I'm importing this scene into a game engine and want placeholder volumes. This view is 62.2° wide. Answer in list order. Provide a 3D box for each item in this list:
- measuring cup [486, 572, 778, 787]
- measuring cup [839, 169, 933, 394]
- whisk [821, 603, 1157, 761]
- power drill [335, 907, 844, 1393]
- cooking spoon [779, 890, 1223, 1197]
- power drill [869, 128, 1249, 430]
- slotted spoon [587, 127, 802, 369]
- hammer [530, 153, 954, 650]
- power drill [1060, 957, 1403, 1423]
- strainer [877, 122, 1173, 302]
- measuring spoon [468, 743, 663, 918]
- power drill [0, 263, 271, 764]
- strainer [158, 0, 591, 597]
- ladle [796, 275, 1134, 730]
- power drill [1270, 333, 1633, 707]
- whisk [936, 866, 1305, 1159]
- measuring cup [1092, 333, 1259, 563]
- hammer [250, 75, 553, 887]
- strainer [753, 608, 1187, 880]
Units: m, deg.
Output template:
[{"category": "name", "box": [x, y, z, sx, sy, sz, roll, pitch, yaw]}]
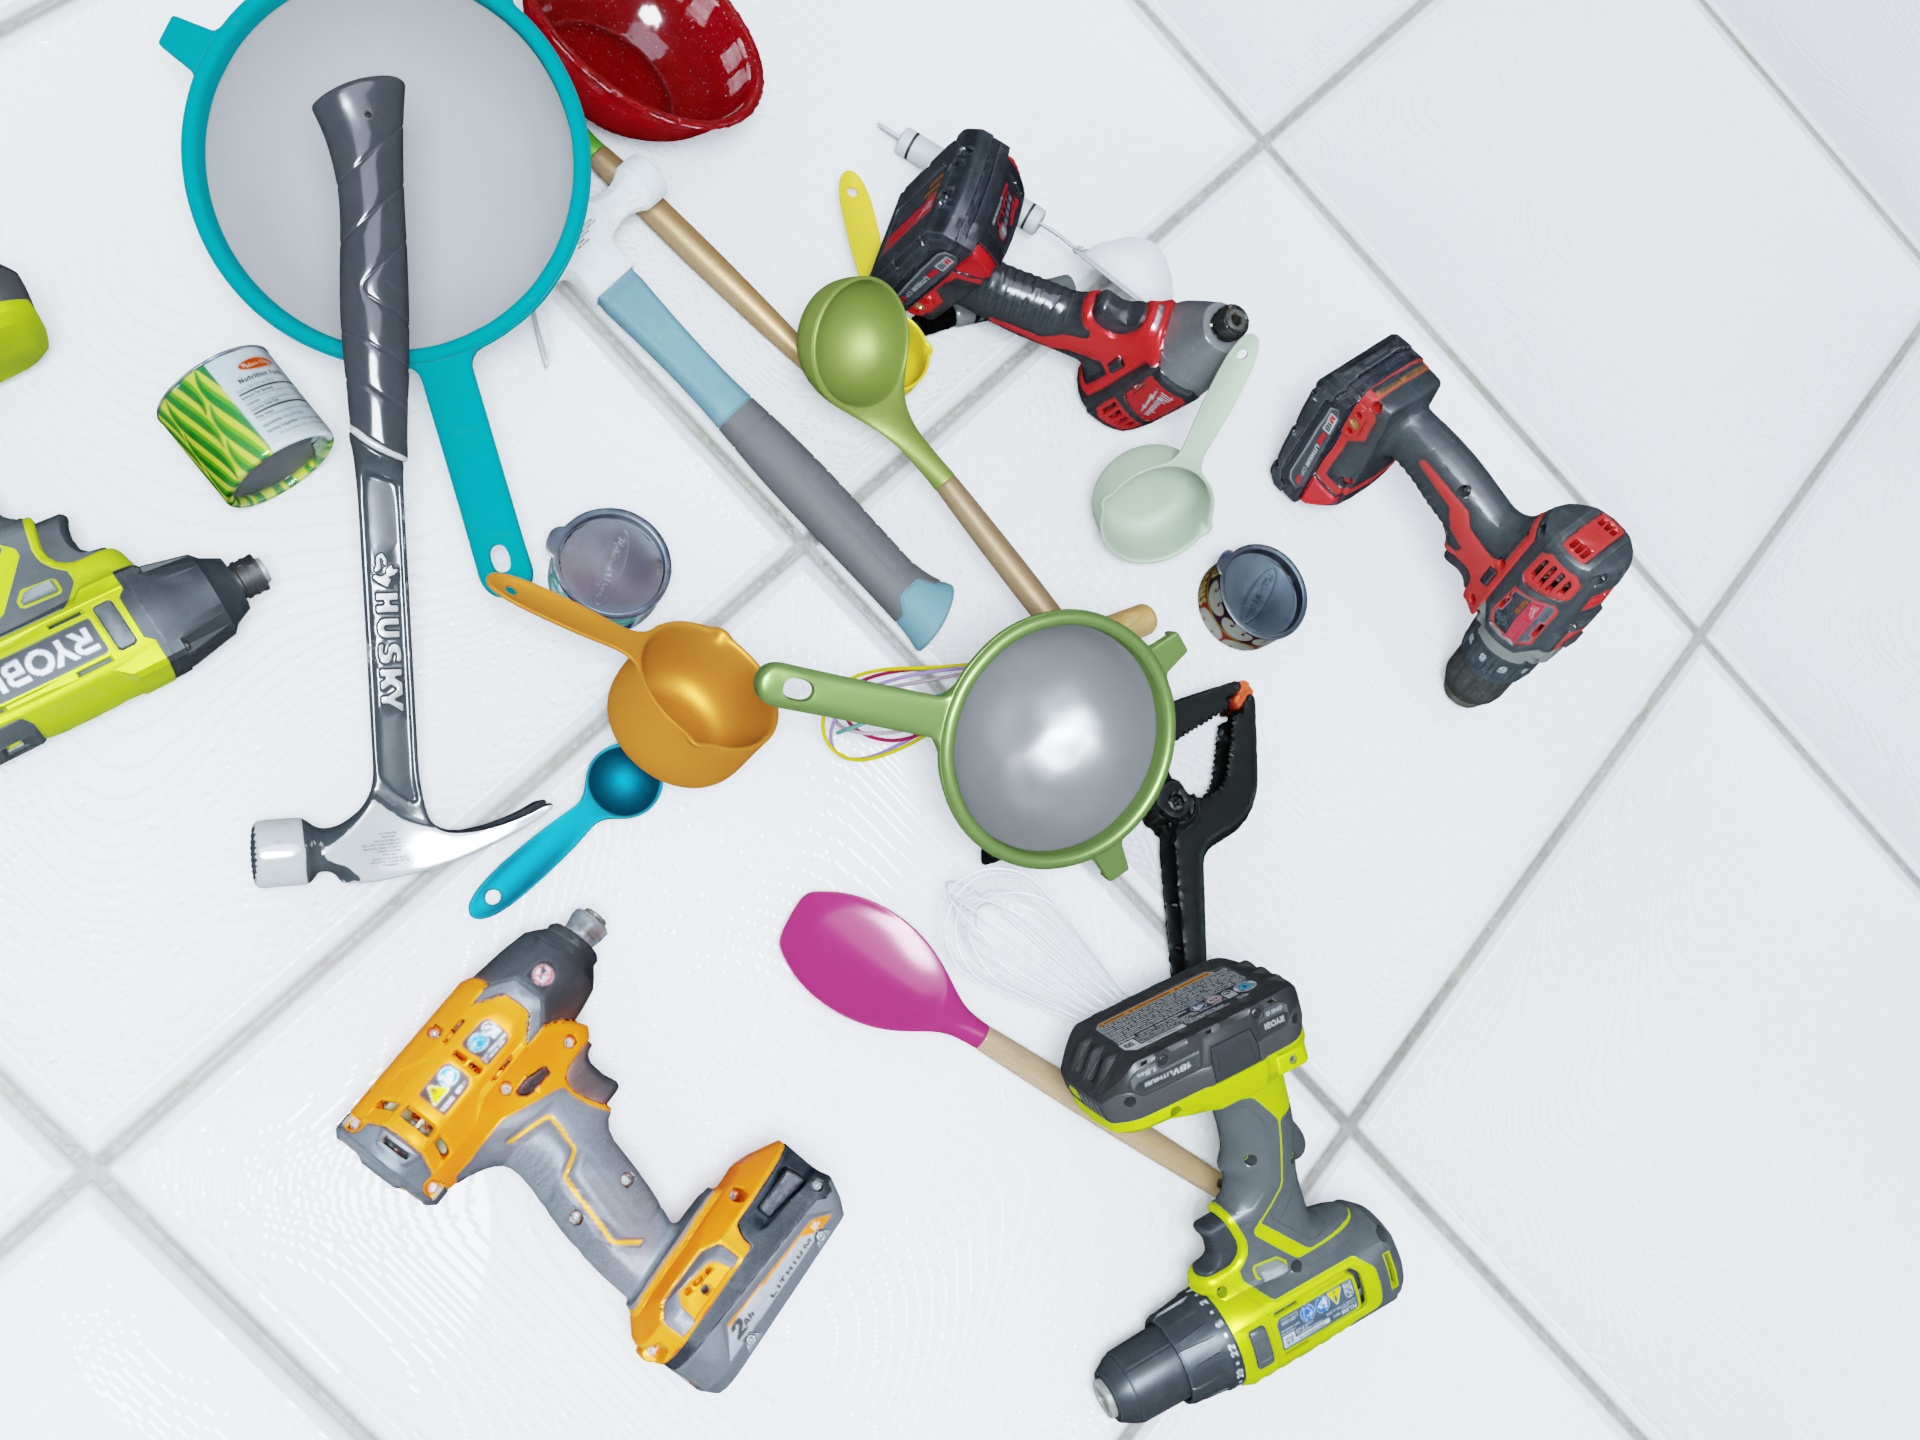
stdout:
[{"category": "measuring cup", "box": [-0.185, -0.024, 0.863, 0.173, 0.052, 0.095, 28, 38, -22]}, {"category": "measuring cup", "box": [-0.060, -0.276, 1.015, 0.062, 0.029, 0.157, -6, 76, -23]}, {"category": "whisk", "box": [0.022, -0.032, 0.974, 0.245, 0.051, 0.047, -21, 79, -28]}, {"category": "power drill", "box": [-0.174, 0.213, 0.812, 0.226, 0.084, 0.164, 38, 65, -4]}, {"category": "cooking spoon", "box": [0.033, 0.198, 0.929, 0.318, 0.017, 0.069, 34, 62, -10]}, {"category": "power drill", "box": [0.066, -0.261, 0.980, 0.219, 0.143, 0.079, 25, 72, -22]}, {"category": "slotted spoon", "box": [-0.201, -0.328, 0.973, 0.313, 0.031, 0.070, 44, 62, -7]}, {"category": "hammer", "box": [-0.124, -0.175, 0.951, 0.331, 0.033, 0.128, 46, 75, -7]}, {"category": "power drill", "box": [0.139, 0.269, 0.896, 0.190, 0.080, 0.228, -22, 103, -18]}, {"category": "strainer", "box": [0.056, -0.330, 1.056, 0.258, 0.087, 0.050, 31, 107, -2]}, {"category": "measuring spoon", "box": [-0.217, 0.063, 0.872, 0.128, 0.021, 0.042, -43, 92, -16]}, {"category": "power drill", "box": [-0.469, -0.106, 0.785, 0.171, 0.080, 0.223, -33, 93, -24]}, {"category": "strainer", "box": [-0.287, -0.236, 0.882, 0.211, 0.095, 0.340, -14, 98, -1]}, {"category": "ladle", "box": [0.013, -0.126, 0.953, 0.078, 0.062, 0.320, -39, 93, -30]}, {"category": "power drill", "box": [0.317, -0.123, 1.061, 0.080, 0.187, 0.227, -34, 71, -25]}, {"category": "whisk", "box": [0.100, 0.181, 0.941, 0.284, 0.070, 0.070, 38, 66, -13]}, {"category": "measuring cup", "box": [0.139, -0.176, 1.000, 0.083, 0.167, 0.038, 10, 36, -24]}, {"category": "hammer", "box": [-0.293, -0.122, 0.818, 0.149, 0.036, 0.409, -3, 94, -25]}, {"category": "strainer", "box": [-0.001, -0.003, 0.905, 0.256, 0.069, 0.151, 11, 97, -24]}]
